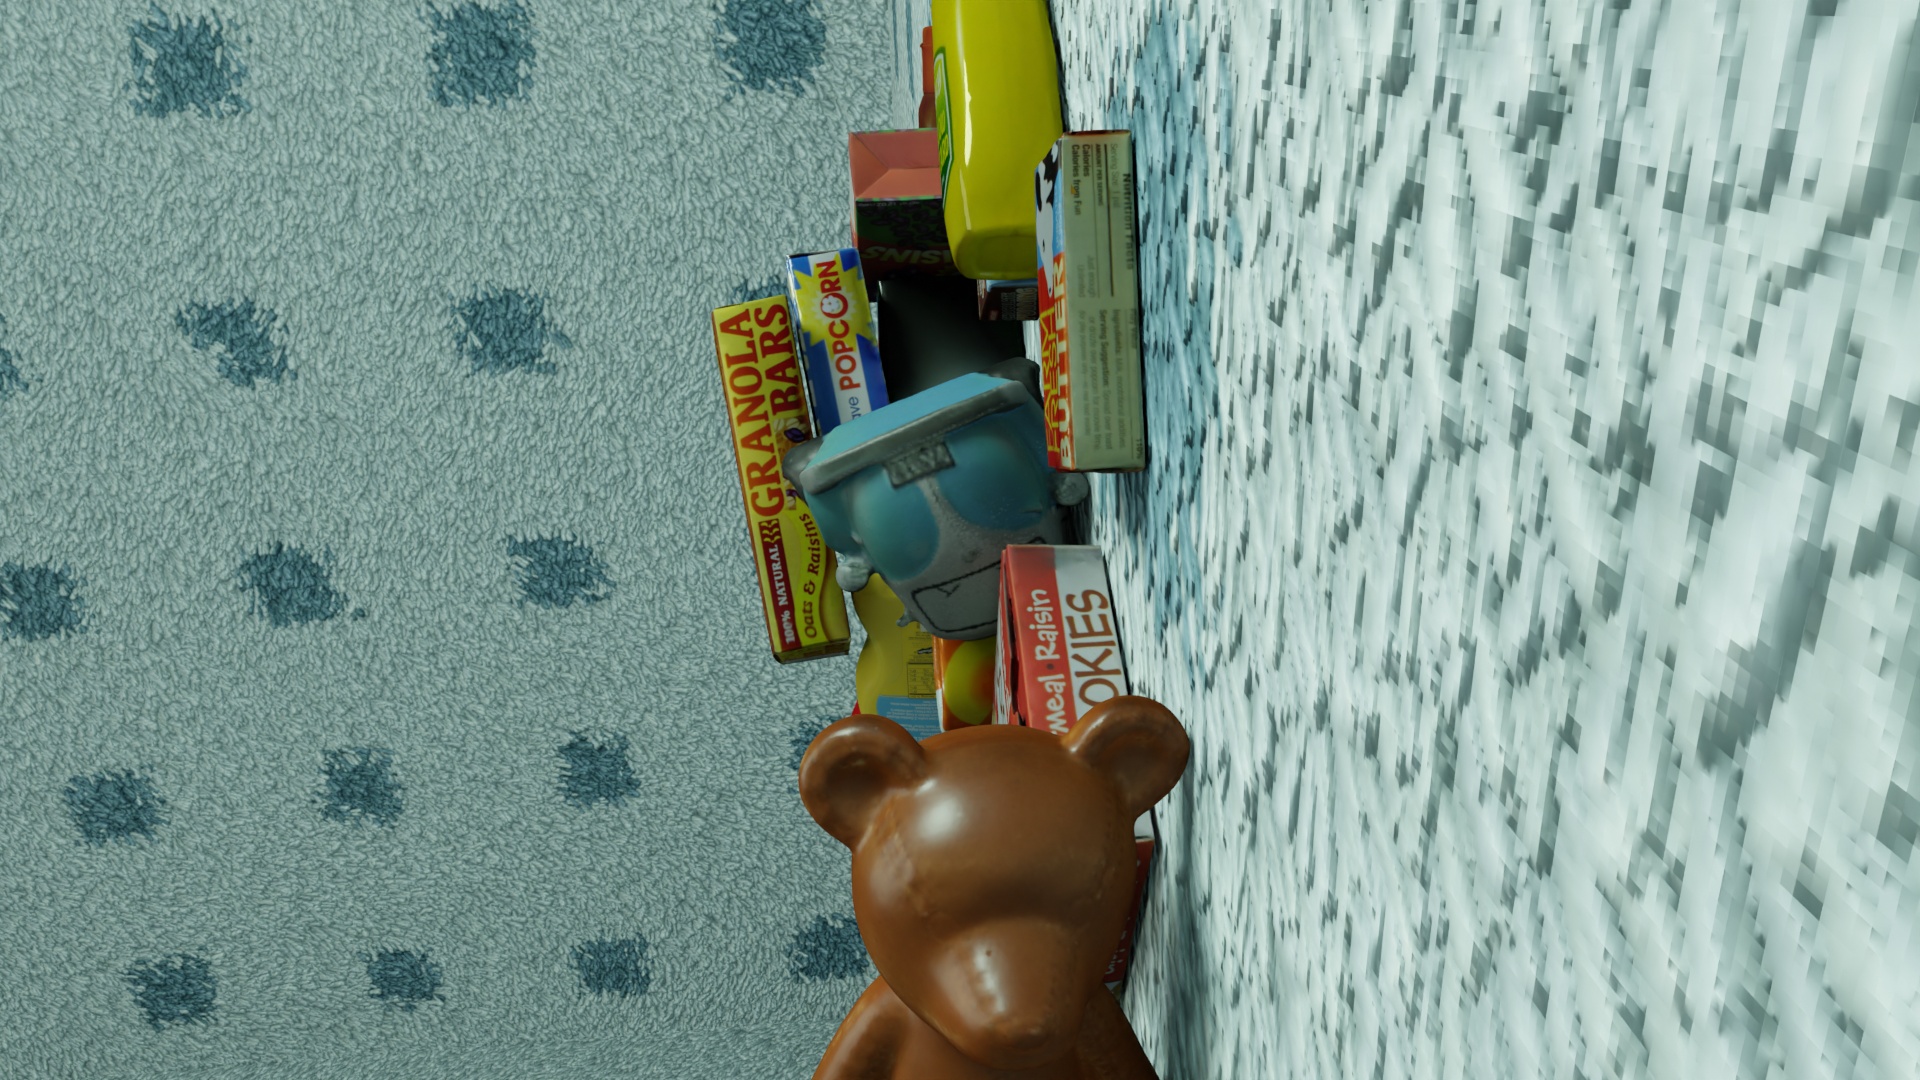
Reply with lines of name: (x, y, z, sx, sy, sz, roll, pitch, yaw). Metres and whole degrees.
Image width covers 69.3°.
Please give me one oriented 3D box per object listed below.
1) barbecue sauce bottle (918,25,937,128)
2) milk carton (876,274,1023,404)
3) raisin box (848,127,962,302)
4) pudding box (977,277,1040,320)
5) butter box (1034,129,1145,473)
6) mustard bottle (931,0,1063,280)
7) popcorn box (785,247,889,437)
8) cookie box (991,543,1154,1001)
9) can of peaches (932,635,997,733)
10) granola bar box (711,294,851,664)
barbecue sauce bottle: (-0.003, -0.229, 0.829, 0.065, 0.044, 0.148, -107, 15, -73)
milk carton: (-0.010, -0.083, 0.804, 0.190, 0.073, 0.072, 105, 159, -77)
raisin box: (-0.014, -0.165, 0.712, 0.123, 0.086, 0.040, 102, 163, -76)
pudding box: (0.022, -0.144, 0.616, 0.049, 0.030, 0.084, 118, 149, -81)
butter box: (0.040, -0.072, 0.439, 0.053, 0.024, 0.103, -140, 47, -84)
mustard bottle: (0.013, -0.187, 0.561, 0.065, 0.049, 0.160, 107, 160, -75)
popcorn box: (-0.059, -0.074, 0.711, 0.085, 0.038, 0.127, 100, 158, -77)
cookie box: (0.036, 0.101, 0.528, 0.166, 0.040, 0.123, 91, 175, -49)
can of peaches: (0.017, 0.053, 0.637, 0.071, 0.058, 0.071, -178, 84, -86)
granola bar box: (-0.089, -0.023, 0.693, 0.124, 0.039, 0.165, 124, 135, -80)
